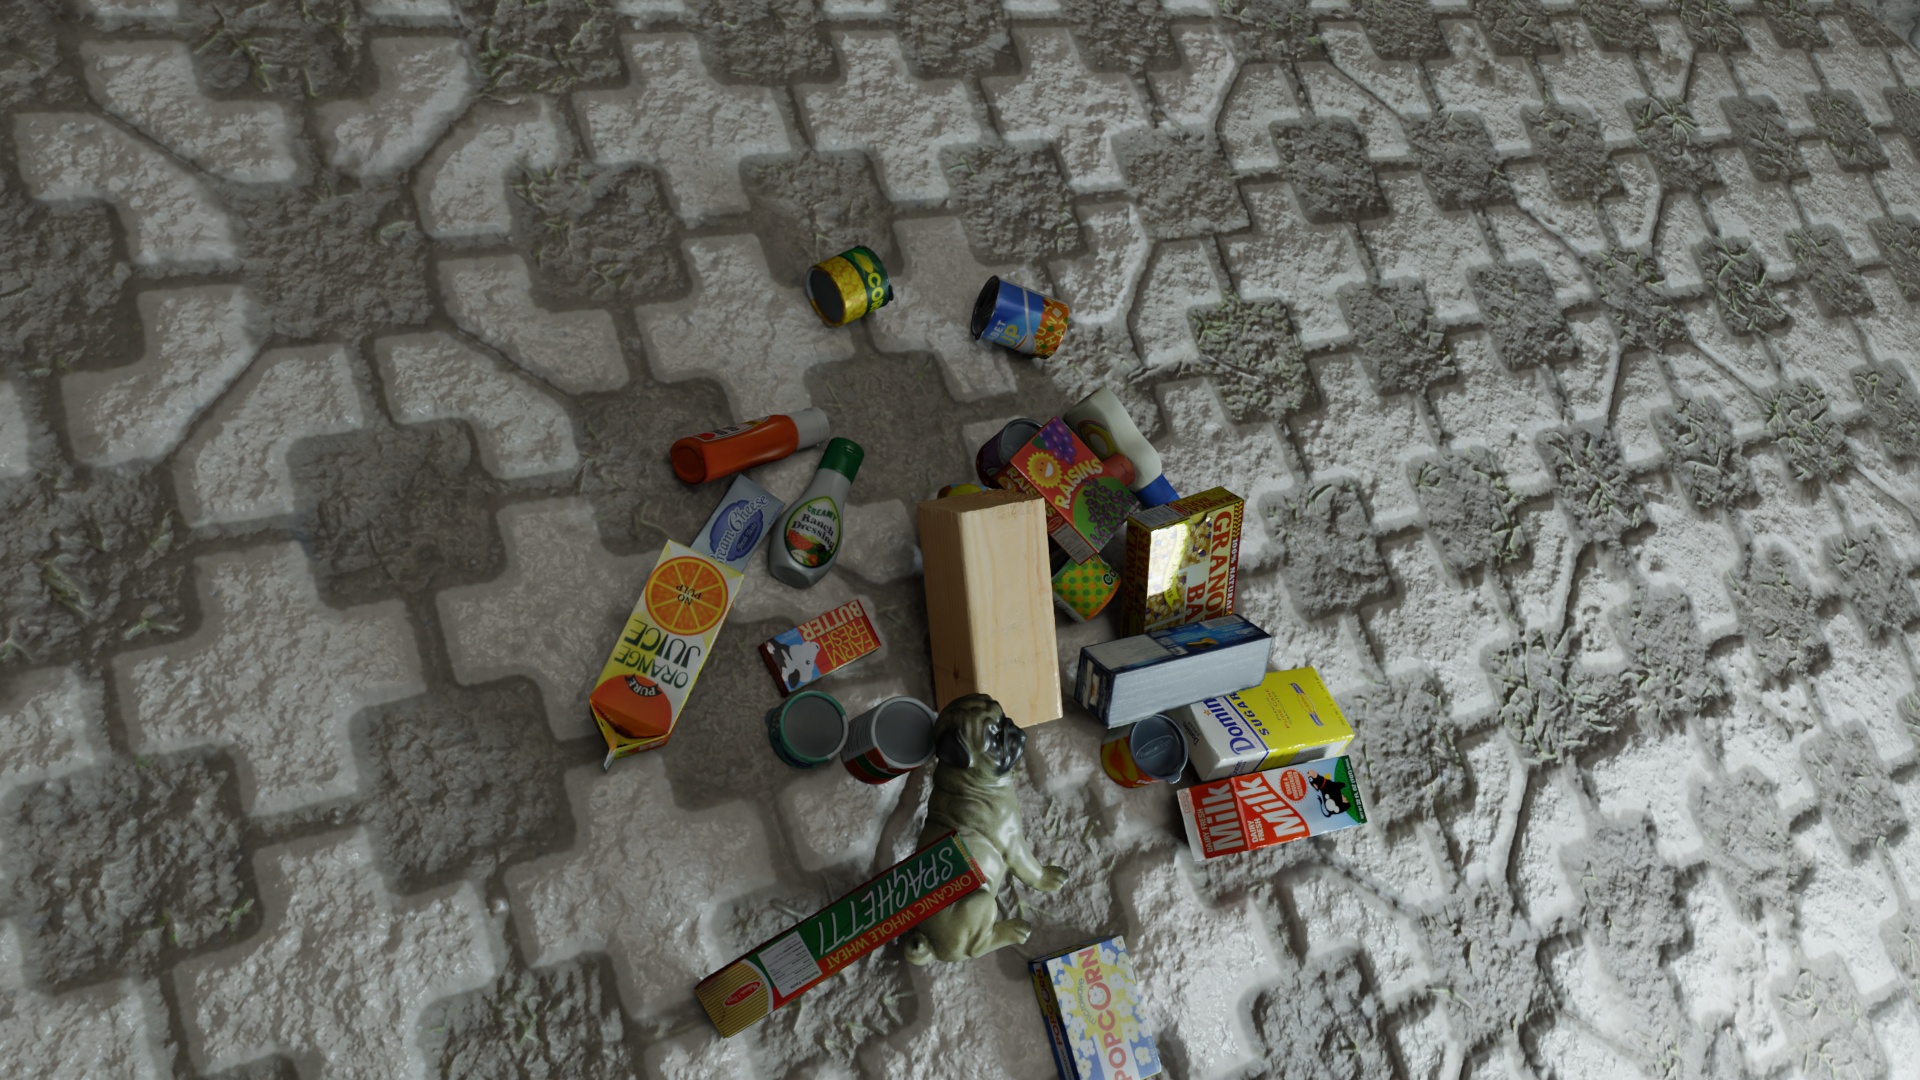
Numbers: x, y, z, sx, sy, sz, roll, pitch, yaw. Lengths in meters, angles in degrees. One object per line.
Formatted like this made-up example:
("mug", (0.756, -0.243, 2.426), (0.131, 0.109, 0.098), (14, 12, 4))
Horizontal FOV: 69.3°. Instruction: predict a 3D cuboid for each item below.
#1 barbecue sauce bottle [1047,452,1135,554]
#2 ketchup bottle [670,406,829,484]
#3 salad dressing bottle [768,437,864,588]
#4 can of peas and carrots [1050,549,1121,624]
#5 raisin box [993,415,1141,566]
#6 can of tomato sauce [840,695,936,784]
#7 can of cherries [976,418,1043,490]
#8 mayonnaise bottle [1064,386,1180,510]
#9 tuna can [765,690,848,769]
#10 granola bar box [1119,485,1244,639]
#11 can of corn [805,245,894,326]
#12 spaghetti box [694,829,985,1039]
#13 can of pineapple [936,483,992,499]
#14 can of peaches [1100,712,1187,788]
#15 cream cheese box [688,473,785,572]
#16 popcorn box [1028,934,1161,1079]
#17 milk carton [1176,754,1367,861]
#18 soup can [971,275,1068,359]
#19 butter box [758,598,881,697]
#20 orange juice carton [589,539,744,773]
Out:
("barbecue sauce bottle", (0.111, -0.038, 1.408), (0.149, 0.043, 0.065), (-33, 91, -21))
("ketchup bottle", (-0.191, -0.090, 1.292), (0.149, 0.064, 0.043), (-20, 104, -38))
("salad dressing bottle", (-0.132, -0.028, 1.304), (0.064, 0.044, 0.148), (28, 62, -15))
("can of peas and carrots", (0.120, 0.039, 1.383), (0.058, 0.070, 0.071), (42, 60, -7))
("raisin box", (0.105, -0.049, 1.353), (0.123, 0.040, 0.086), (46, 55, -2))
("can of tomato sauce", (-0.061, 0.179, 1.239), (0.071, 0.082, 0.071), (8, 69, -22))
("can of cherries", (0.056, -0.080, 1.404), (0.071, 0.058, 0.072), (9, 68, -23))
("mayonnaise bottle", (0.174, -0.090, 1.462), (0.041, 0.064, 0.148), (-40, 95, -31))
("tuna can", (-0.137, 0.167, 1.237), (0.071, 0.032, 0.071), (9, 68, -23))
("granola bar box", (0.221, 0.040, 1.390), (0.124, 0.039, 0.164), (-17, 122, -30))
("can of corn", (-0.111, -0.251, 1.382), (0.058, 0.071, 0.071), (-31, 87, -29))
("spaghetti box", (-0.096, 0.319, 1.130), (0.250, 0.028, 0.050), (-31, 87, 2))
("can of pineapple", (0.005, -0.017, 1.353), (0.071, 0.070, 0.058), (16, 65, -20))
("can of peaches", (0.179, 0.208, 1.356), (0.071, 0.058, 0.071), (9, 68, -23))
("cream cheese box", (-0.209, -0.006, 1.272), (0.053, 0.024, 0.104), (34, 61, -9))
("popcorn box", (0.122, 0.432, 1.258), (0.085, 0.038, 0.127), (-10, 76, -27))
("milk carton", (0.302, 0.267, 1.382), (0.191, 0.073, 0.072), (-6, 75, -26))
("soup can", (0.062, -0.230, 1.457), (0.084, 0.071, 0.071), (17, 65, -19))
("butter box", (-0.128, 0.098, 1.272), (0.104, 0.024, 0.053), (-25, 84, -30))
("orange juice carton", (-0.257, 0.105, 1.171), (0.073, 0.071, 0.193), (25, 69, -7))
